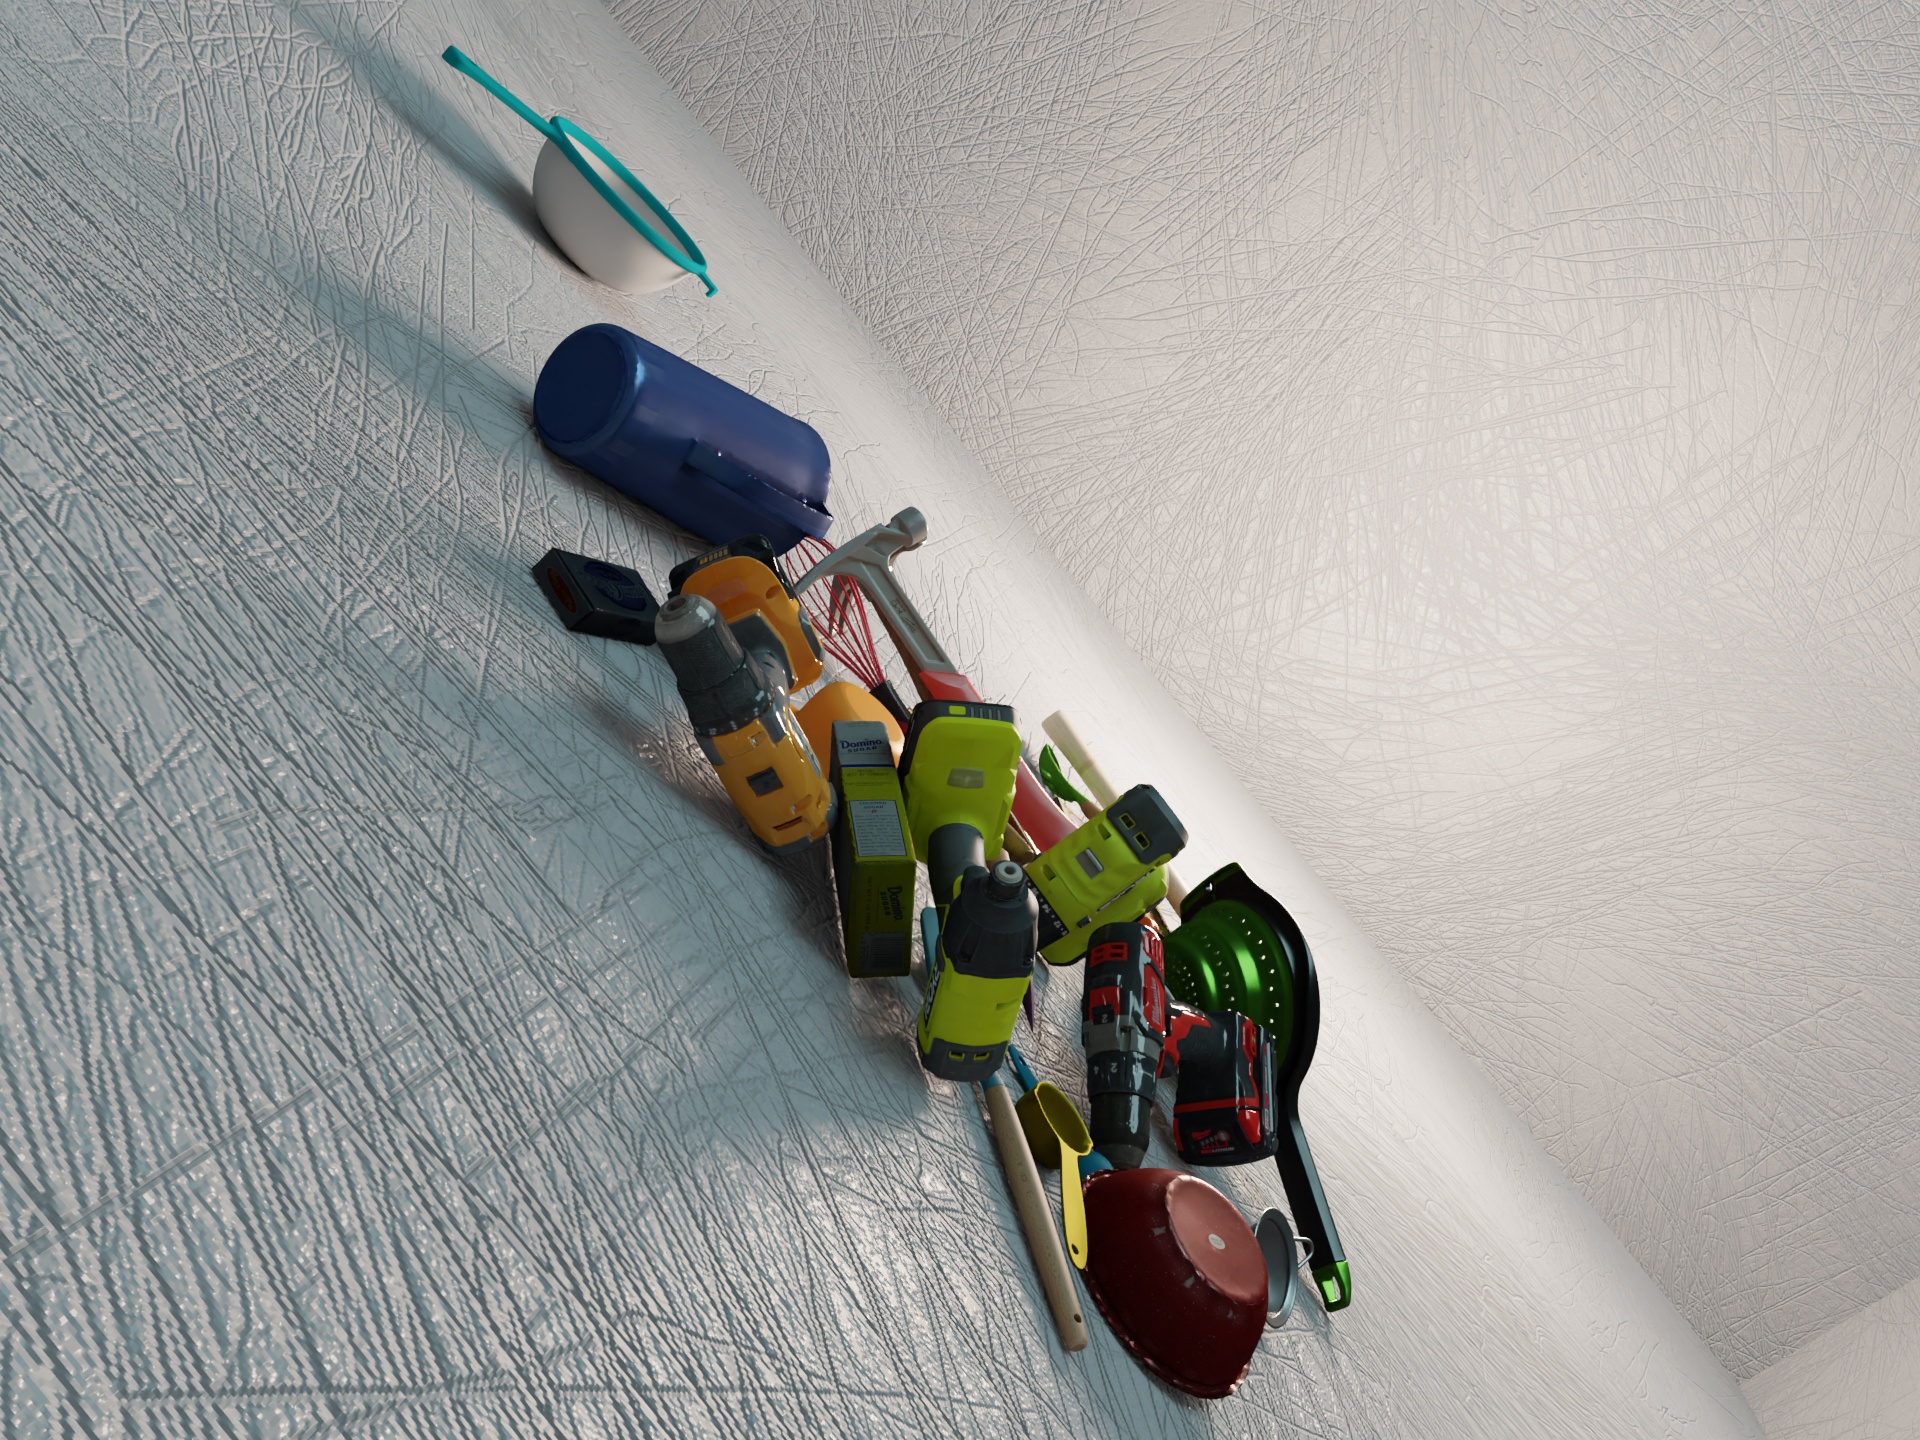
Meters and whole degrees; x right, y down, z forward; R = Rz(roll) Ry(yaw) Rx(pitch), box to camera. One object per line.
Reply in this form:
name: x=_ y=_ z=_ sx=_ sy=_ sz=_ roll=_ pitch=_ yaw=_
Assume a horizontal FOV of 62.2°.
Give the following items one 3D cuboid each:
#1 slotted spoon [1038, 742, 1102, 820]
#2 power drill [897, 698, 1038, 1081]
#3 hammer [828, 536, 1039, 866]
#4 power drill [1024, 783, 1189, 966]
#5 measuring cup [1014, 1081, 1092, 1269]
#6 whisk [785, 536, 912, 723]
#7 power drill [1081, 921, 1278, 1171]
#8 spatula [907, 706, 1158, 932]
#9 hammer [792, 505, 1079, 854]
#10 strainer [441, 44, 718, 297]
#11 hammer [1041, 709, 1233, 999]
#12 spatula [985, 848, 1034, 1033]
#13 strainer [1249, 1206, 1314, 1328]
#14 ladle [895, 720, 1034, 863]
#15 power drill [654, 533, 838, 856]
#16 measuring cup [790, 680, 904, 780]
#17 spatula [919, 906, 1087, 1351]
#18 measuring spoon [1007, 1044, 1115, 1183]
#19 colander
slotted spoon: x=0.143 y=0.100 z=1.689 sx=0.070 sy=0.031 sz=0.314 roll=64 pitch=-7 yaw=-26
power drill: x=0.007 y=0.095 z=1.029 sx=0.080 sy=0.171 sz=0.223 roll=4 pitch=41 yaw=-11
hammer: x=-0.020 y=-0.014 z=1.457 sx=0.031 sy=0.130 sz=0.331 roll=-20 pitch=82 yaw=-59
power drill: x=0.091 y=0.139 z=1.273 sx=0.080 sy=0.190 sz=0.228 roll=53 pitch=-1 yaw=14
measuring cup: x=0.060 y=0.298 z=1.027 sx=0.062 sy=0.029 sz=0.157 roll=45 pitch=19 yaw=-21
whisk: x=-0.084 y=-0.047 z=1.422 sx=0.296 sy=0.073 sz=0.073 roll=58 pitch=13 yaw=2
power drill: x=0.165 y=0.280 z=1.236 sx=0.226 sy=0.080 sz=0.188 roll=41 pitch=43 yaw=-43
spatula: x=0.060 y=0.106 z=1.504 sx=0.322 sy=0.041 sz=0.081 roll=48 pitch=34 yaw=-3
hammer: x=-0.002 y=-0.004 z=1.398 sx=0.359 sy=0.149 sz=0.037 roll=56 pitch=-24 yaw=-7
strainer: x=-0.405 y=-0.536 z=1.603 sx=0.340 sy=0.095 sz=0.211 roll=31 pitch=21 yaw=-50
hammer: x=0.193 y=0.129 z=1.740 sx=0.146 sy=0.038 sz=0.411 roll=55 pitch=1 yaw=-45
spatula: x=0.032 y=0.121 z=1.147 sx=0.316 sy=0.018 sz=0.059 roll=-104 pitch=-171 yaw=-69
strainer: x=0.199 y=0.411 z=1.142 sx=0.258 sy=0.050 sz=0.087 roll=6 pitch=76 yaw=-64
ladle: x=-0.003 y=0.055 z=1.252 sx=0.069 sy=0.031 sz=0.316 roll=55 pitch=-7 yaw=-23
power drill: x=-0.148 y=-0.042 z=1.058 sx=0.226 sy=0.084 sz=0.185 roll=-105 pitch=171 yaw=-56
measuring cup: x=-0.112 y=-0.020 z=1.244 sx=0.173 sy=0.052 sz=0.095 roll=48 pitch=17 yaw=0
spatula: x=0.033 y=0.251 z=1.018 sx=0.082 sy=0.044 sz=0.318 roll=19 pitch=30 yaw=-30
measuring spoon: x=0.073 y=0.279 z=1.116 sx=0.129 sy=0.021 sz=0.042 roll=58 pitch=15 yaw=21
colander: x=0.244 y=0.323 z=1.409 sx=0.094 sy=0.204 sz=0.397 roll=1 pitch=60 yaw=-28
